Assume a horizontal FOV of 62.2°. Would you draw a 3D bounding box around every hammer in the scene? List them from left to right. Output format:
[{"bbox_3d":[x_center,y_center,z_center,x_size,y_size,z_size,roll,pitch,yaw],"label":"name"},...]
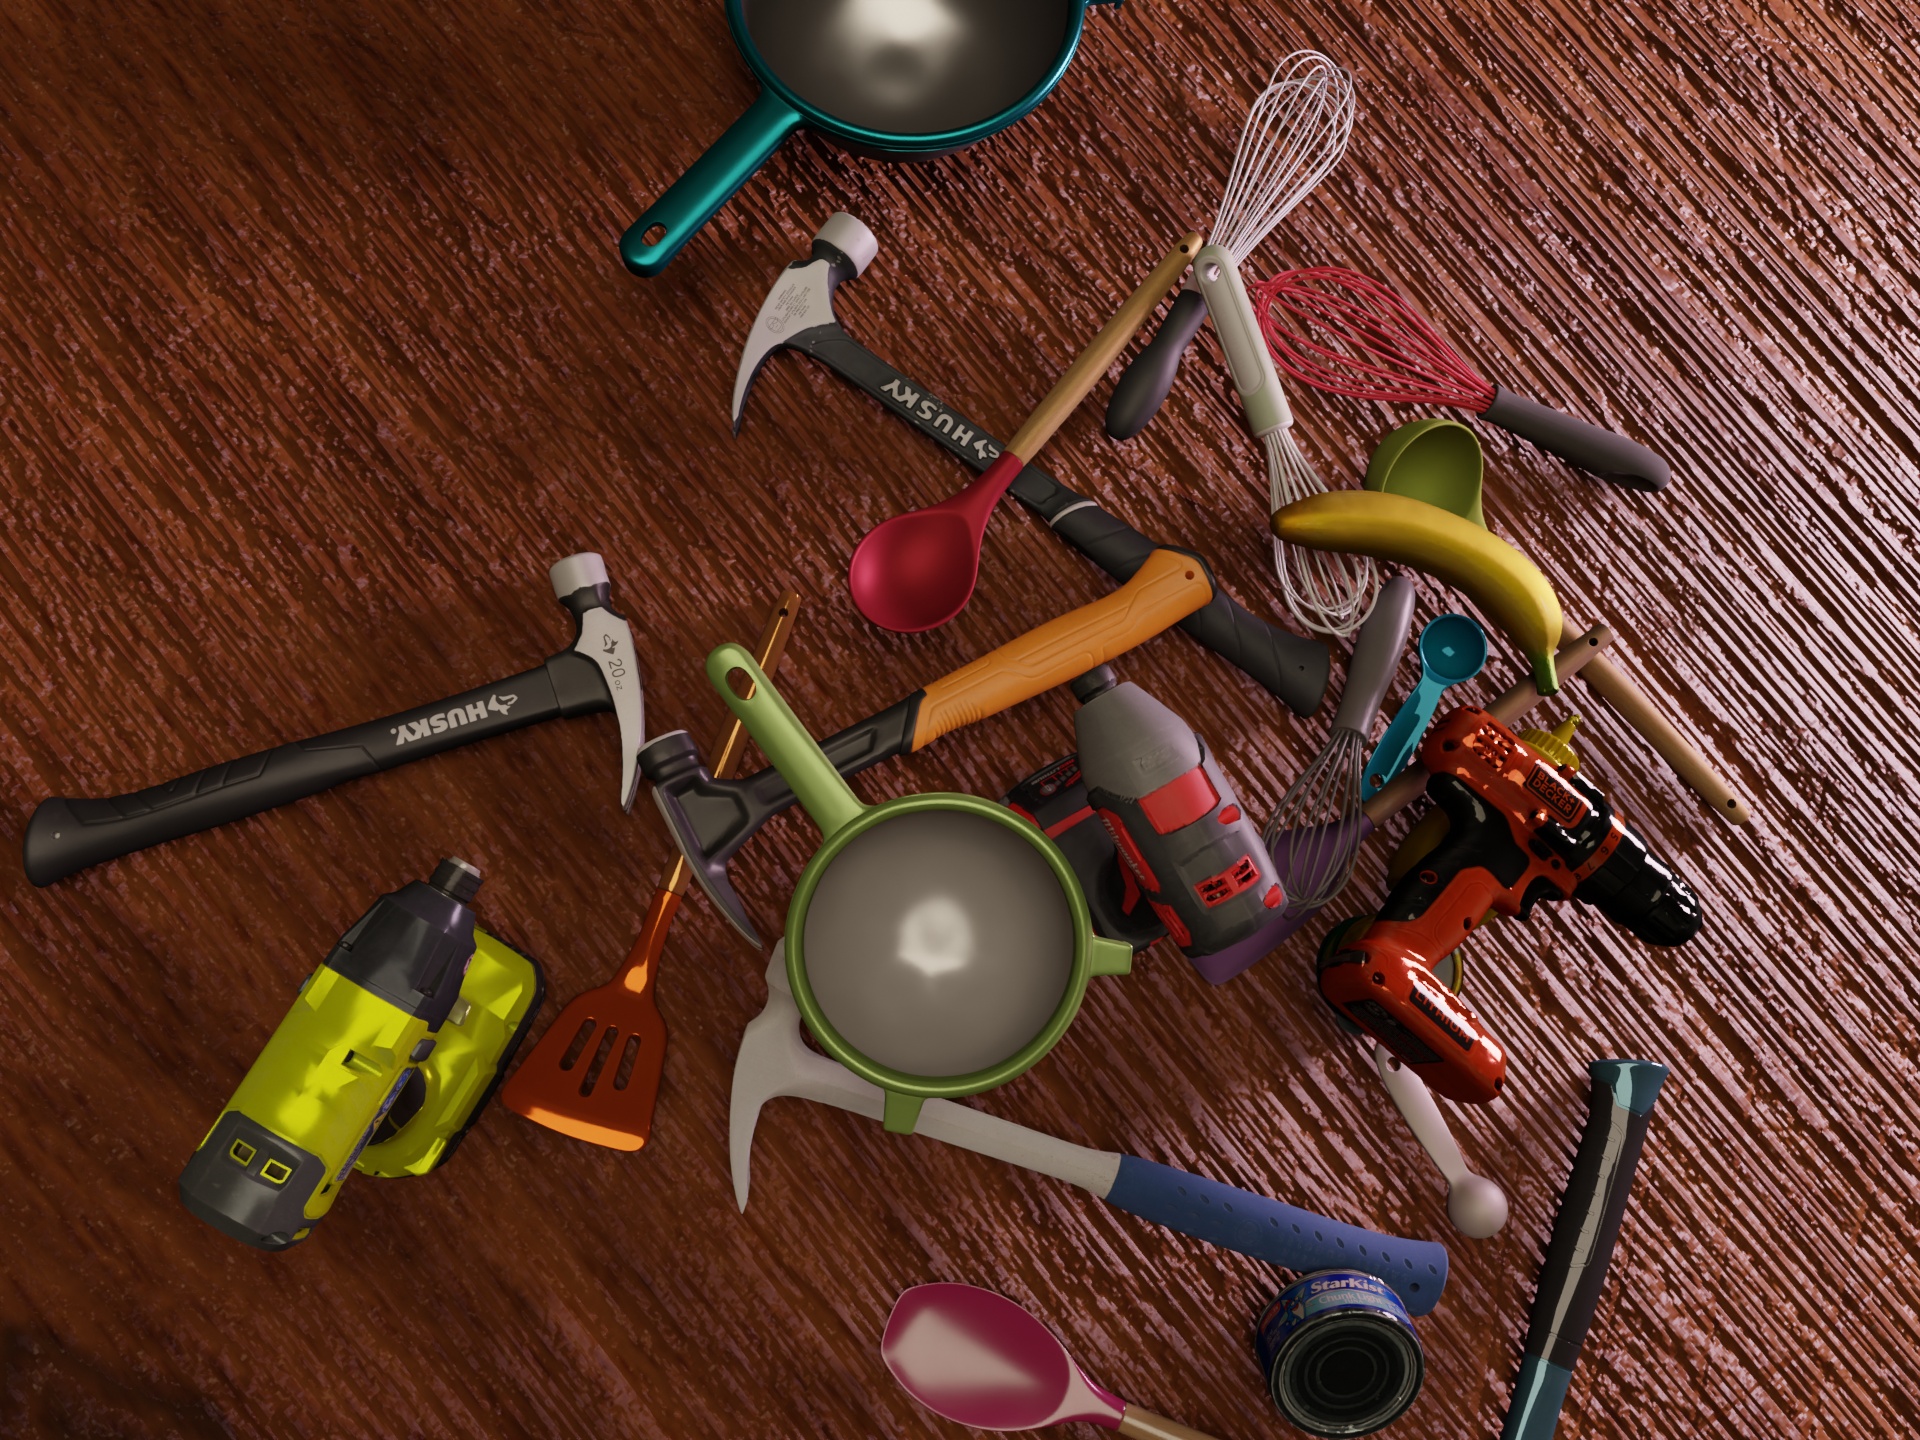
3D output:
[{"bbox_3d":[-0.335,0.025,0.868,0.334,0.035,0.146,-18,81,-10],"label":"hammer"},{"bbox_3d":[-0.001,-0.003,0.882,0.337,0.034,0.127,-27,80,-11],"label":"hammer"},{"bbox_3d":[0.048,-0.130,0.946,0.409,0.036,0.149,35,78,1],"label":"hammer"},{"bbox_3d":[0.069,0.248,0.861,0.405,0.035,0.144,20,95,-6],"label":"hammer"},{"bbox_3d":[0.330,0.343,0.887,0.128,0.033,0.331,23,77,-1],"label":"hammer"}]

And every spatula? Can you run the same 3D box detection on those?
[{"bbox_3d":[-0.151,0.071,0.878,0.081,0.041,0.323,21,76,-2],"label":"spatula"},{"bbox_3d":[0.255,0.040,0.928,0.316,0.018,0.060,-36,79,-4],"label":"spatula"}]

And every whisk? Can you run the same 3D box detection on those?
[{"bbox_3d":[0.165,-0.292,0.984,0.070,0.070,0.284,30,82,0],"label":"whisk"},{"bbox_3d":[0.188,-0.165,0.944,0.059,0.058,0.246,-22,91,-54],"label":"whisk"},{"bbox_3d":[0.224,0.010,0.920,0.055,0.055,0.239,27,63,-1],"label":"whisk"},{"bbox_3d":[0.308,-0.205,0.981,0.295,0.073,0.073,22,77,-8],"label":"whisk"}]

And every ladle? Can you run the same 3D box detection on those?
[{"bbox_3d":[0.045,-0.172,0.922,0.069,0.031,0.315,38,77,3],"label":"ladle"},{"bbox_3d":[0.366,-0.054,0.960,0.078,0.062,0.320,-44,89,1],"label":"ladle"}]

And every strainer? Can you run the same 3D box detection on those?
[{"bbox_3d":[-0.076,-0.370,0.949,0.211,0.095,0.340,40,79,5],"label":"strainer"},{"bbox_3d":[-0.043,0.067,0.803,0.151,0.069,0.256,-37,91,1],"label":"strainer"}]

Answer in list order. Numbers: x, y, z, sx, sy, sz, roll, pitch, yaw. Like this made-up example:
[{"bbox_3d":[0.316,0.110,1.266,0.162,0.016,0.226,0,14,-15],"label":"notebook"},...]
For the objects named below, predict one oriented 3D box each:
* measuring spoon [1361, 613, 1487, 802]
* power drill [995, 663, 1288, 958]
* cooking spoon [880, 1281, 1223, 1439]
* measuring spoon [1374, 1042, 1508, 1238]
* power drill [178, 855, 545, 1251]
[{"bbox_3d":[0.273,-0.006,0.961,0.042,0.021,0.128,31,86,-1],"label":"measuring spoon"},{"bbox_3d":[0.084,0.054,0.818,0.078,0.219,0.143,-29,84,-12],"label":"power drill"},{"bbox_3d":[0.109,0.380,0.845,0.319,0.017,0.069,21,77,5],"label":"cooking spoon"},{"bbox_3d":[0.273,0.238,0.908,0.034,0.018,0.124,-29,83,-11],"label":"measuring spoon"},{"bbox_3d":[-0.266,0.150,0.754,0.080,0.223,0.171,30,77,-1],"label":"power drill"}]
